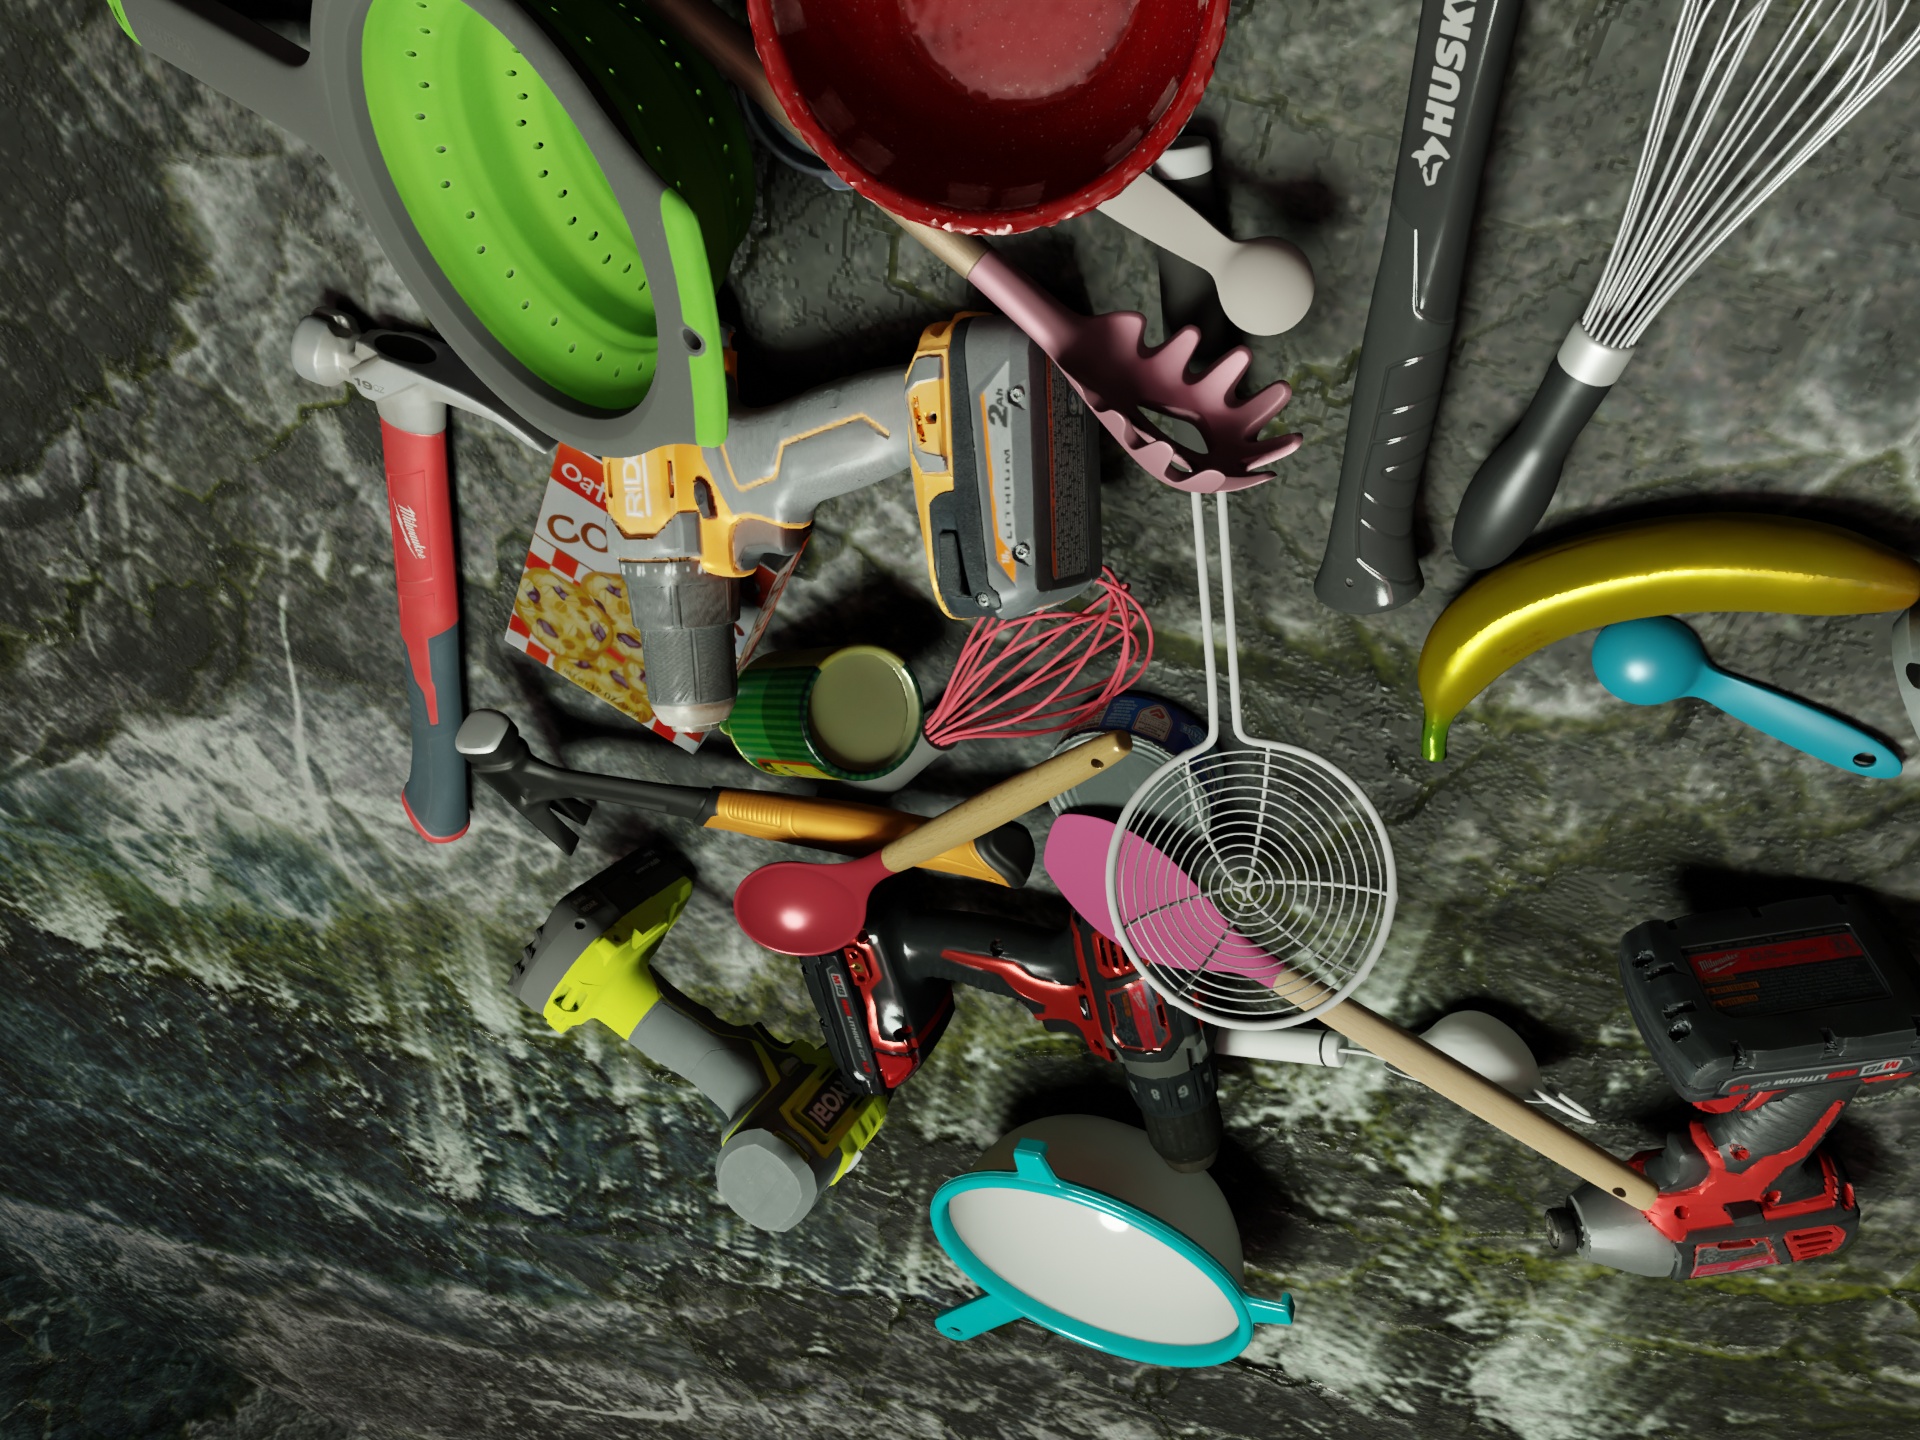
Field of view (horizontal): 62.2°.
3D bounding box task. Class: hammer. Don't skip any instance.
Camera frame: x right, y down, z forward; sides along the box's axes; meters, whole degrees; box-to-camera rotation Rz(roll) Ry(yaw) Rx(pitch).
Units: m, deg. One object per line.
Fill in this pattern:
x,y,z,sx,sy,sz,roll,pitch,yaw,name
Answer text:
-0.116,0.055,0.886,0.337,0.034,0.127,7,151,24,hammer
-0.293,-0.050,0.918,0.143,0.038,0.386,22,137,6,hammer
0.155,-0.164,0.546,0.146,0.035,0.334,32,147,27,hammer

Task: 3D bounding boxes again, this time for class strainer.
0.209,0.176,0.859,0.258,0.050,0.086,-2,173,37,strainer
0.070,0.344,1.062,0.211,0.095,0.340,33,143,-5,strainer

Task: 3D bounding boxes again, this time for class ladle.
-0.020,0.060,0.774,0.069,0.031,0.315,36,144,-19,ladle

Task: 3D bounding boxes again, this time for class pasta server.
-0.011,-0.187,0.571,0.316,0.060,0.040,41,150,-1,pasta server

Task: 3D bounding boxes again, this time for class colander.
-0.210,-0.254,0.650,0.397,0.094,0.204,33,147,24,colander

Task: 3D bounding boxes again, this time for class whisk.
0.228,-0.149,0.528,0.070,0.070,0.284,23,143,7,whisk
-0.001,-0.003,0.793,0.073,0.073,0.296,40,144,-11,whisk

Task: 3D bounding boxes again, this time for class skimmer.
0.108,-0.040,0.639,0.127,0.090,0.363,-8,121,5,skimmer

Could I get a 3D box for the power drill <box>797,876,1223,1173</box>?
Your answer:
0.038,0.170,0.903,0.227,0.080,0.187,-3,117,27,power drill

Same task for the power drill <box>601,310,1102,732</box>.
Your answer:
-0.057,-0.083,0.682,0.226,0.084,0.185,3,102,27,power drill

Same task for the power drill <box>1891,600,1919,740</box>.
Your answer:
0.457,0.032,0.558,0.171,0.080,0.223,-18,117,39,power drill

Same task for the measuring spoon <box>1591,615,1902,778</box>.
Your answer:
0.316,-0.002,0.639,0.128,0.021,0.042,26,138,7,measuring spoon

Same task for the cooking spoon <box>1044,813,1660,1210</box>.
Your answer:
0.173,0.134,0.750,0.319,0.017,0.068,30,129,22,cooking spoon

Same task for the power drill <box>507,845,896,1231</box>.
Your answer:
-0.142,0.184,0.976,0.228,0.190,0.080,39,115,6,power drill

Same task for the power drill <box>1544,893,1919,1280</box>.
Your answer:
0.351,0.184,0.733,0.143,0.079,0.219,-9,132,2,power drill

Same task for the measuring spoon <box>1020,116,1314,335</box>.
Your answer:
0.070,-0.178,0.565,0.124,0.018,0.034,36,122,8,measuring spoon
